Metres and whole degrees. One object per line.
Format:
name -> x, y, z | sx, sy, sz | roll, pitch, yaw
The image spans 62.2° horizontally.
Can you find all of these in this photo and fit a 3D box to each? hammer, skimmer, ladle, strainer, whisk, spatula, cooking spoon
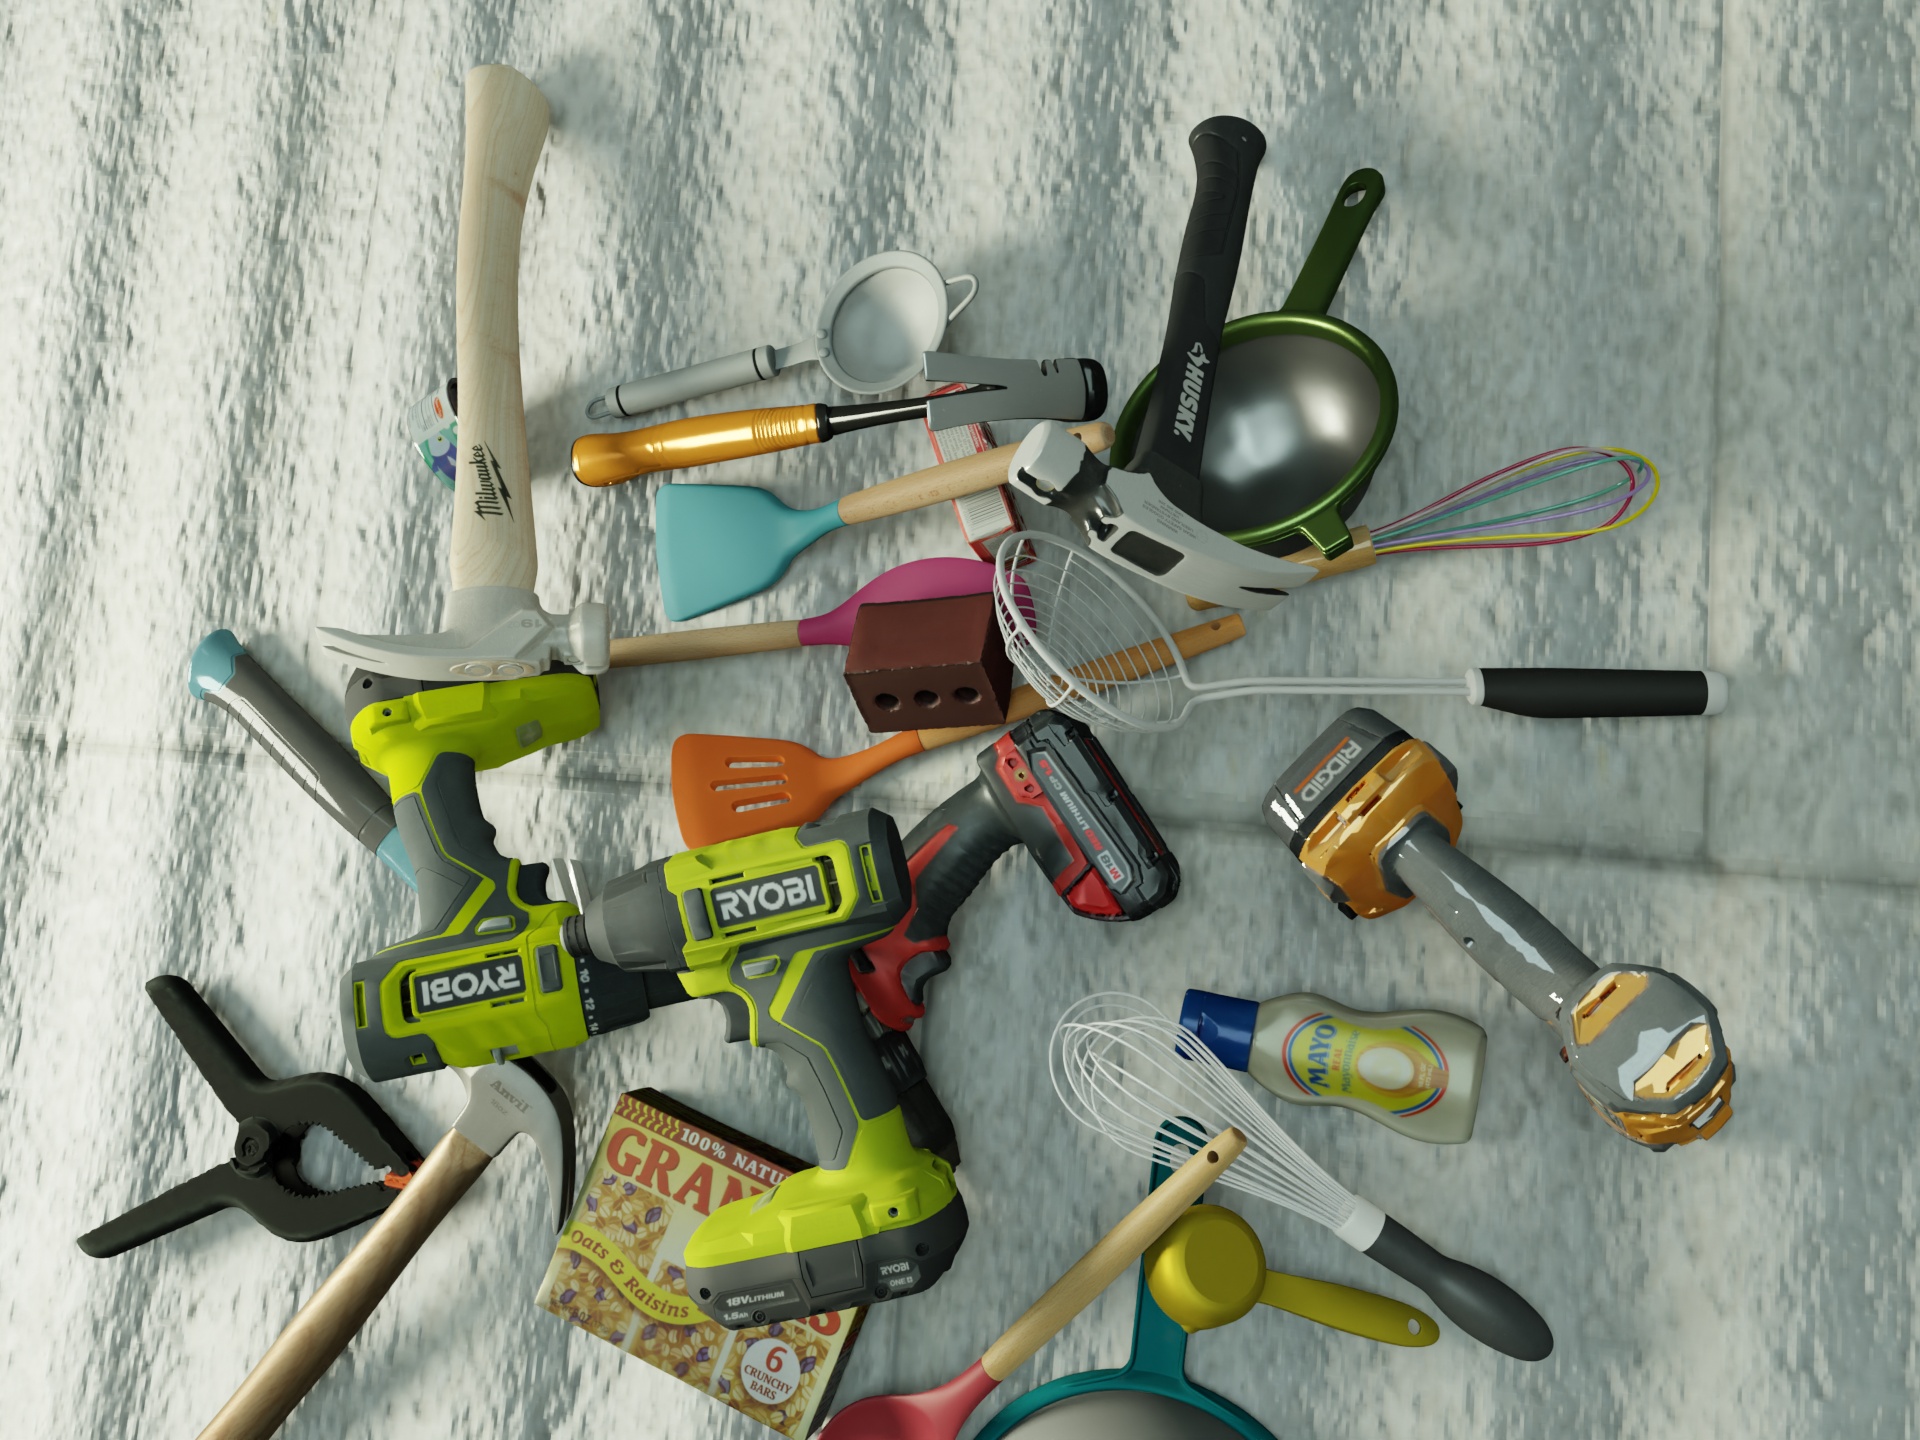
hammer -> 0.122, -0.196, 0.789 | 0.146, 0.035, 0.335 | 29, 51, -17
skimmer -> 0.198, -0.041, 0.791 | 0.363, 0.090, 0.127 | 1, 37, 5
ladle -> 0.031, 0.303, 0.783 | 0.315, 0.031, 0.069 | -49, 66, 19
strainer -> 0.086, 0.367, 0.765 | 0.211, 0.095, 0.340 | 6, 84, 13
strainer -> -0.104, -0.211, 0.924 | 0.258, 0.050, 0.087 | -11, 73, 17
strainer -> 0.181, -0.181, 0.850 | 0.151, 0.069, 0.256 | 13, 66, 34
whisk -> 0.167, 0.225, 0.775 | 0.284, 0.070, 0.070 | 33, 90, 2
hammer -> -0.095, -0.152, 0.832 | 0.337, 0.127, 0.034 | 0, 99, 39
spatula -> -0.001, -0.003, 0.868 | 0.322, 0.041, 0.081 | -20, 53, 7
whisk -> 0.237, -0.096, 0.830 | 0.245, 0.051, 0.047 | -15, 85, 13
hammer -> -0.344, 0.062, 0.938 | 0.331, 0.033, 0.128 | 40, 92, 15
spatula -> -0.051, -0.116, 0.845 | 0.317, 0.044, 0.082 | -9, 84, 44
hammer -> -0.279, -0.212, 0.907 | 0.146, 0.038, 0.411 | -1, 65, -14
hammer -> -0.332, 0.315, 0.880 | 0.130, 0.031, 0.331 | 39, 98, -3
cooking spoon -> -0.113, -0.047, 0.901 | 0.319, 0.017, 0.068 | -5, 118, 16

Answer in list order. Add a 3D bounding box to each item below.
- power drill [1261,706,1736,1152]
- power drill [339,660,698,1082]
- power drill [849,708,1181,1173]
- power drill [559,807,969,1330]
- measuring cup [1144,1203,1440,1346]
power drill -> 0.260, 0.109, 0.747 | 0.084, 0.185, 0.226 | -46, 56, 3
power drill -> -0.235, 0.068, 0.854 | 0.190, 0.080, 0.229 | -10, 65, -12
power drill -> 0.005, 0.119, 0.832 | 0.226, 0.080, 0.188 | -34, 82, 9
power drill -> -0.093, 0.168, 0.777 | 0.171, 0.080, 0.223 | -14, 91, 5
measuring cup -> 0.166, 0.276, 0.769 | 0.156, 0.029, 0.062 | 17, 61, -7
